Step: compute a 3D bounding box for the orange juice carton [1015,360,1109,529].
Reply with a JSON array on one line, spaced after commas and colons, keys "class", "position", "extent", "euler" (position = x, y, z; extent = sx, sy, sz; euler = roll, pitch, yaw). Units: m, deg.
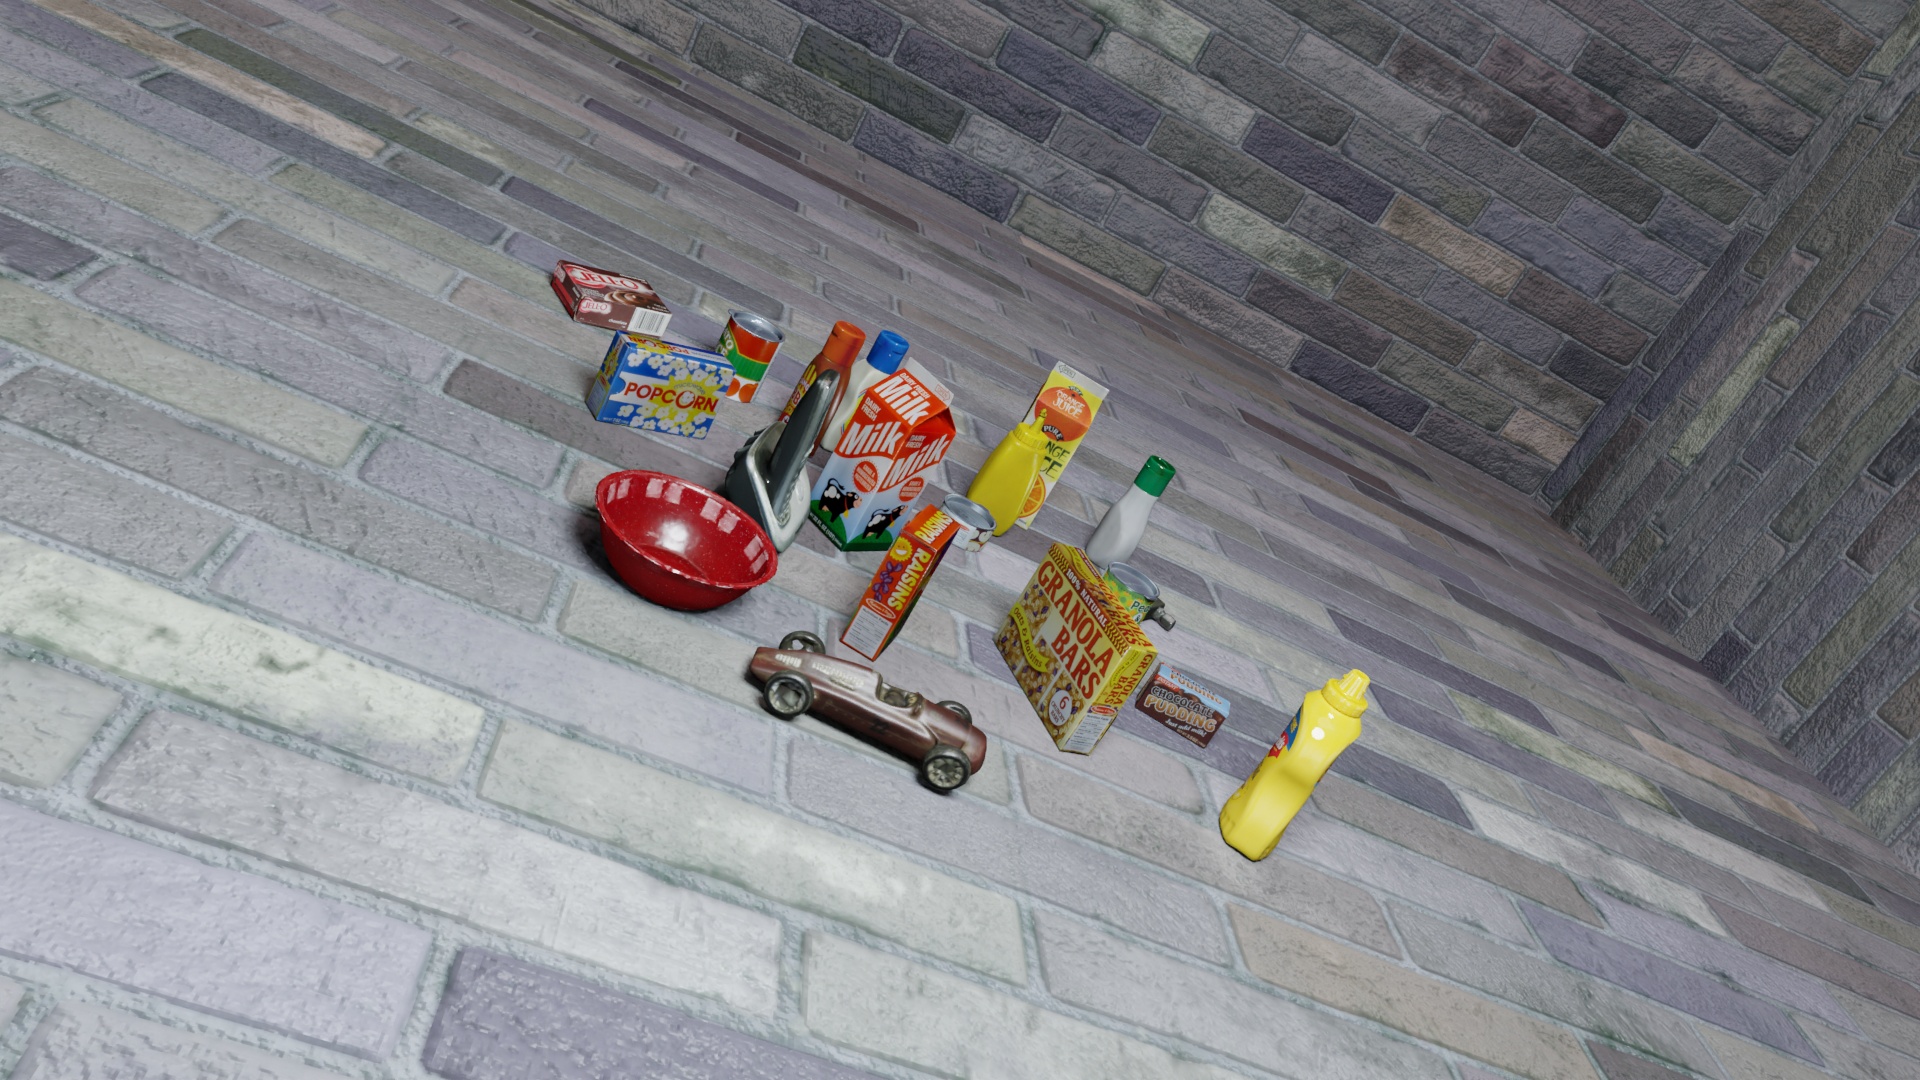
[{"class": "orange juice carton", "position": [0.100, -0.117, 1.659], "extent": [0.072, 0.192, 0.073], "euler": [30, 22, -2]}]

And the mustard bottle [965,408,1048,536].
[{"class": "mustard bottle", "position": [0.061, -0.083, 1.580], "extent": [0.065, 0.159, 0.049], "euler": [26, 22, -11]}]

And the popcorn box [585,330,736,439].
[{"class": "popcorn box", "position": [-0.297, -0.153, 1.382], "extent": [0.127, 0.085, 0.038], "euler": [8, 31, -44]}]

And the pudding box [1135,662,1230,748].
[{"class": "pudding box", "position": [0.225, 0.166, 1.401], "extent": [0.084, 0.049, 0.030], "euler": [31, 22, 2]}]

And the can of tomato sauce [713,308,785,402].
[{"class": "can of tomato sauce", "position": [-0.246, -0.208, 1.565], "extent": [0.071, 0.082, 0.071], "euler": [26, 22, -11]}]

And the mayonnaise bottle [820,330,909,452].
[{"class": "mayonnaise bottle", "position": [-0.107, -0.165, 1.563], "extent": [0.065, 0.147, 0.041], "euler": [11, 29, -41]}]

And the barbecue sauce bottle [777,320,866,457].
[{"class": "barbecue sauce bottle", "position": [-0.151, -0.167, 1.511], "extent": [0.044, 0.148, 0.065], "euler": [13, 27, -37]}]

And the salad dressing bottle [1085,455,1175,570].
[{"class": "salad dressing bottle", "position": [0.206, -0.033, 1.673], "extent": [0.044, 0.147, 0.064], "euler": [19, 24, -26]}]

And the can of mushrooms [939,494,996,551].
[{"class": "can of mushrooms", "position": [0.006, -0.019, 1.544], "extent": [0.071, 0.033, 0.071], "euler": [26, 22, -11]}]

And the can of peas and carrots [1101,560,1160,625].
[{"class": "can of peas and carrots", "position": [0.181, 0.066, 1.547], "extent": [0.071, 0.058, 0.071], "euler": [26, 22, -11]}]

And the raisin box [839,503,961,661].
[{"class": "raisin box", "position": [-0.053, 0.036, 1.232], "extent": [0.040, 0.123, 0.086], "euler": [32, 22, 5]}]

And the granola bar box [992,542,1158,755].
[{"class": "granola bar box", "position": [0.104, 0.099, 1.294], "extent": [0.039, 0.123, 0.166], "euler": [16, 26, -33]}]

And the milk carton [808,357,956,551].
[{"class": "milk carton", "position": [-0.072, -0.084, 1.376], "extent": [0.072, 0.189, 0.073], "euler": [43, 25, 29]}]
